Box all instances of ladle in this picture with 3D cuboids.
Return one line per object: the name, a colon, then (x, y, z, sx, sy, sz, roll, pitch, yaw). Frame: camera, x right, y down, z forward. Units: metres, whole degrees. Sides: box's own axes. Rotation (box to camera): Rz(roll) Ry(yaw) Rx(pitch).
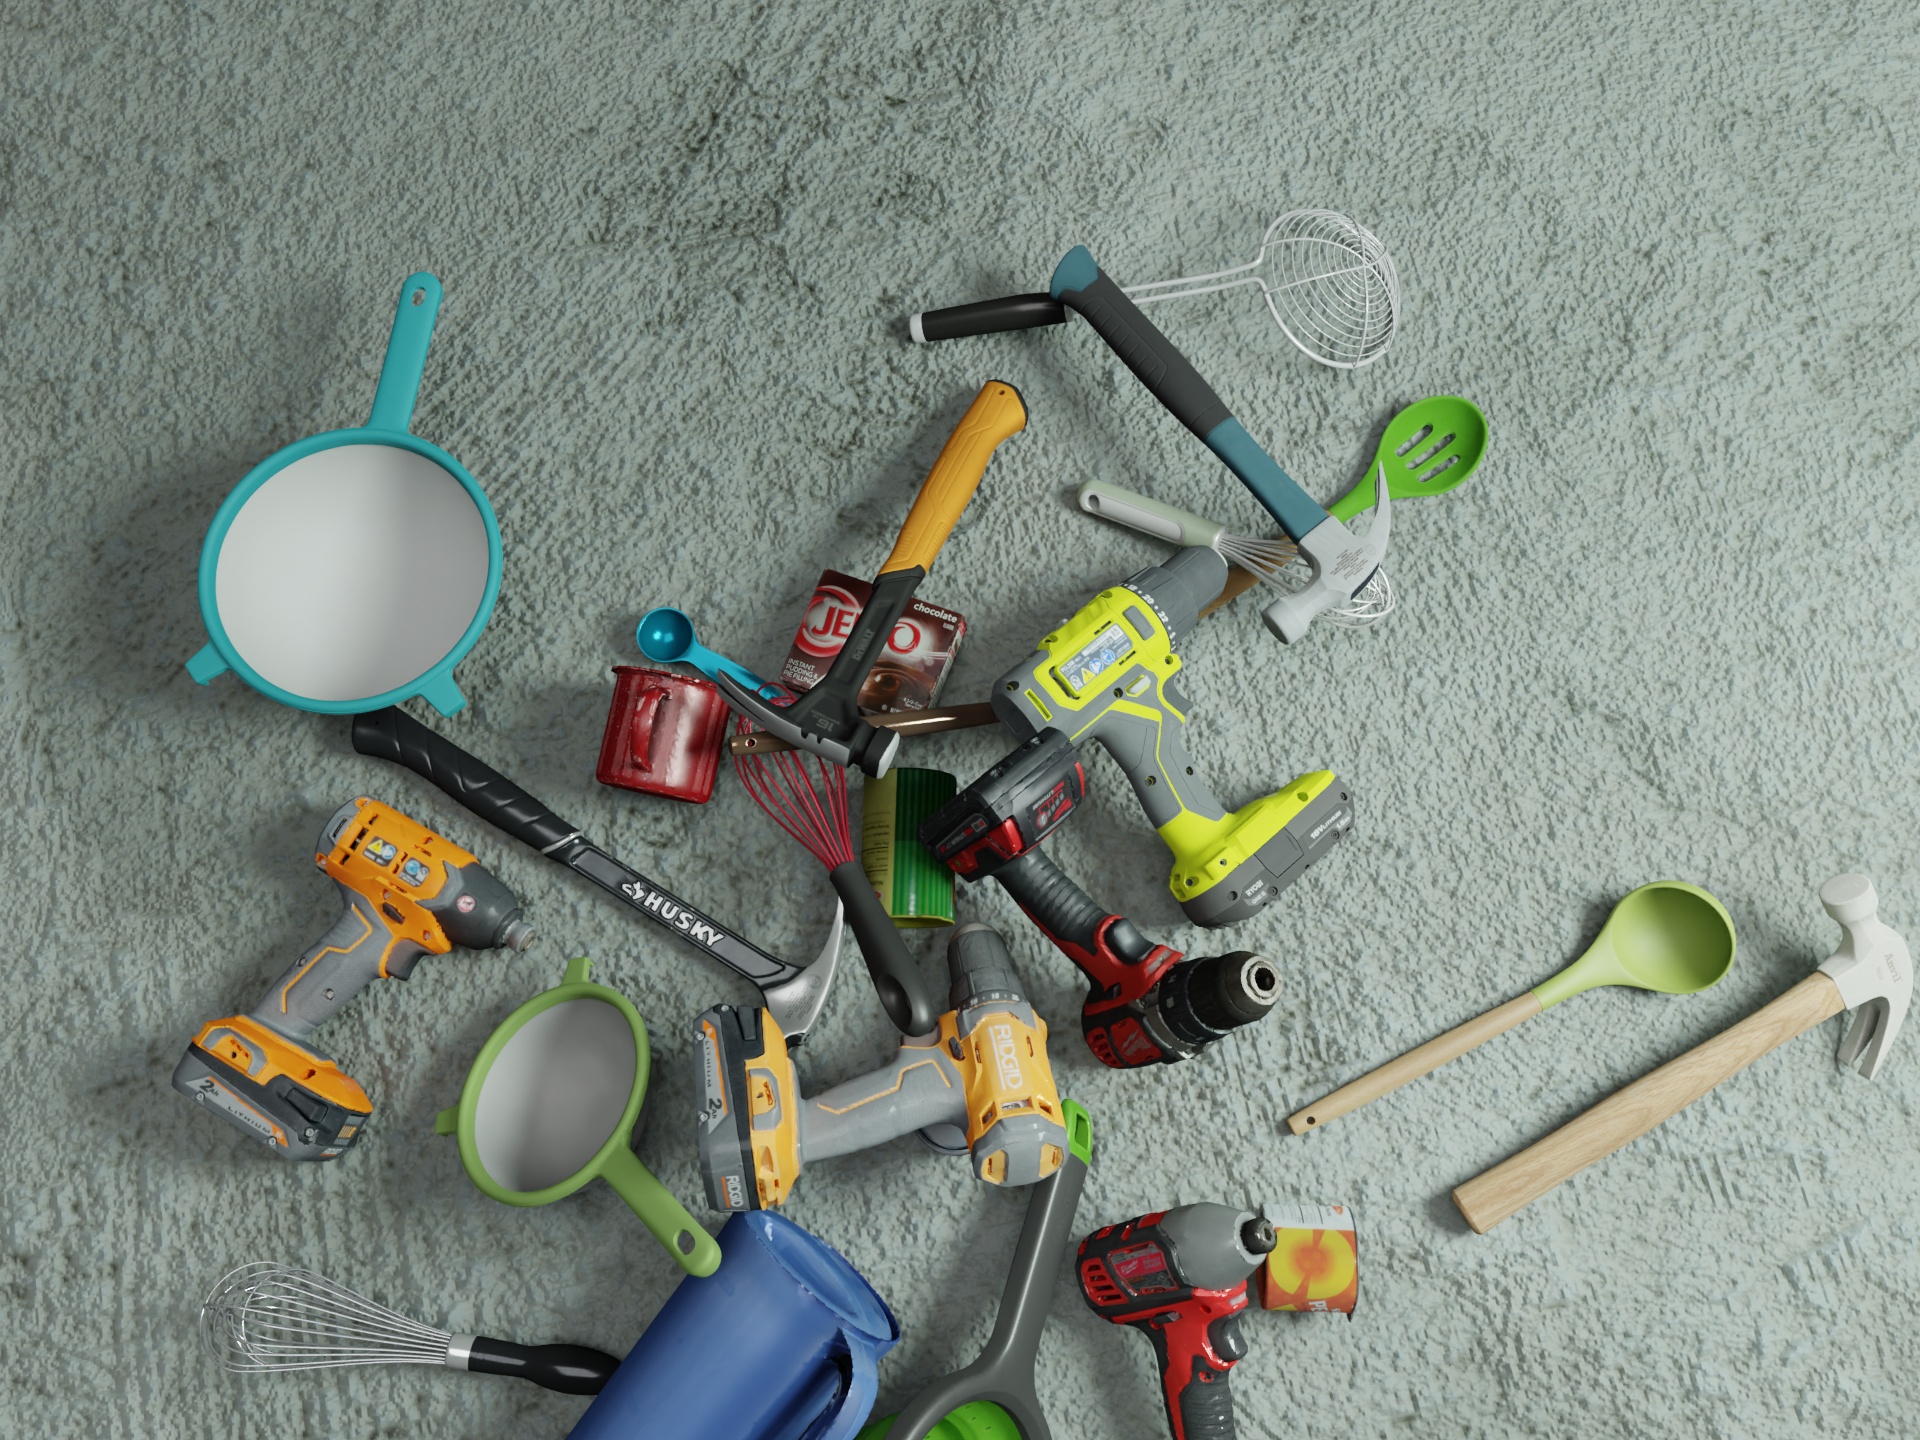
ladle: (0.364, 0.200, 1.059, 0.320, 0.062, 0.078, -27, 85, -1)

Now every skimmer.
skimmer: (0.147, -0.309, 1.205, 0.363, 0.090, 0.127, -6, 77, 12)

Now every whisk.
whisk: (-0.084, 0.087, 1.064, 0.073, 0.073, 0.296, -28, 56, -4)
whisk: (0.191, -0.124, 1.130, 0.246, 0.057, 0.059, 24, 42, 23)
whisk: (-0.361, 0.412, 1.050, 0.284, 0.070, 0.070, 10, 77, 1)

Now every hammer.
hammer: (-0.264, 0.093, 1.128, 0.409, 0.036, 0.149, 31, 79, 10)
hammer: (0.171, -0.211, 1.108, 0.128, 0.033, 0.331, -37, 71, -3)
hammer: (-0.041, -0.119, 1.115, 0.127, 0.034, 0.337, 25, 61, 5)
hammer: (0.470, 0.238, 1.037, 0.331, 0.031, 0.130, -33, 109, 2)

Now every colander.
colander: (-0.007, 0.427, 1.004, 0.094, 0.204, 0.397, -3, 55, 37)

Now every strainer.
strainer: (-0.418, -0.158, 1.167, 0.211, 0.095, 0.340, 7, 74, 1)
strainer: (-0.221, 0.278, 1.030, 0.257, 0.069, 0.151, 32, 78, 38)

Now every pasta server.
pasta server: (-0.002, -0.003, 1.094, 0.316, 0.040, 0.060, -7, 83, -18)

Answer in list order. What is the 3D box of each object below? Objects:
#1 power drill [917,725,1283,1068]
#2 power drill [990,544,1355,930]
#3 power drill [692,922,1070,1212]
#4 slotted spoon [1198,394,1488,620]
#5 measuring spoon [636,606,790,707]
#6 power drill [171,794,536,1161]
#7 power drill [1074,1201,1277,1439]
power drill: (0.091, 0.118, 1.009, 0.080, 0.188, 0.227, -37, 89, -30)
power drill: (0.157, 0.007, 1.078, 0.190, 0.080, 0.228, -38, 89, -17)
power drill: (-0.055, 0.217, 1.025, 0.226, 0.084, 0.186, -6, 44, -7)
slotted spoon: (0.248, -0.135, 1.159, 0.314, 0.031, 0.070, -34, 77, -3)
measuring spoon: (-0.179, -0.038, 1.167, 0.128, 0.021, 0.042, 32, 78, 1)
power drill: (-0.408, 0.184, 1.092, 0.164, 0.084, 0.226, 28, 76, 8)
power drill: (0.165, 0.409, 0.981, 0.143, 0.078, 0.220, -32, 72, 39)
